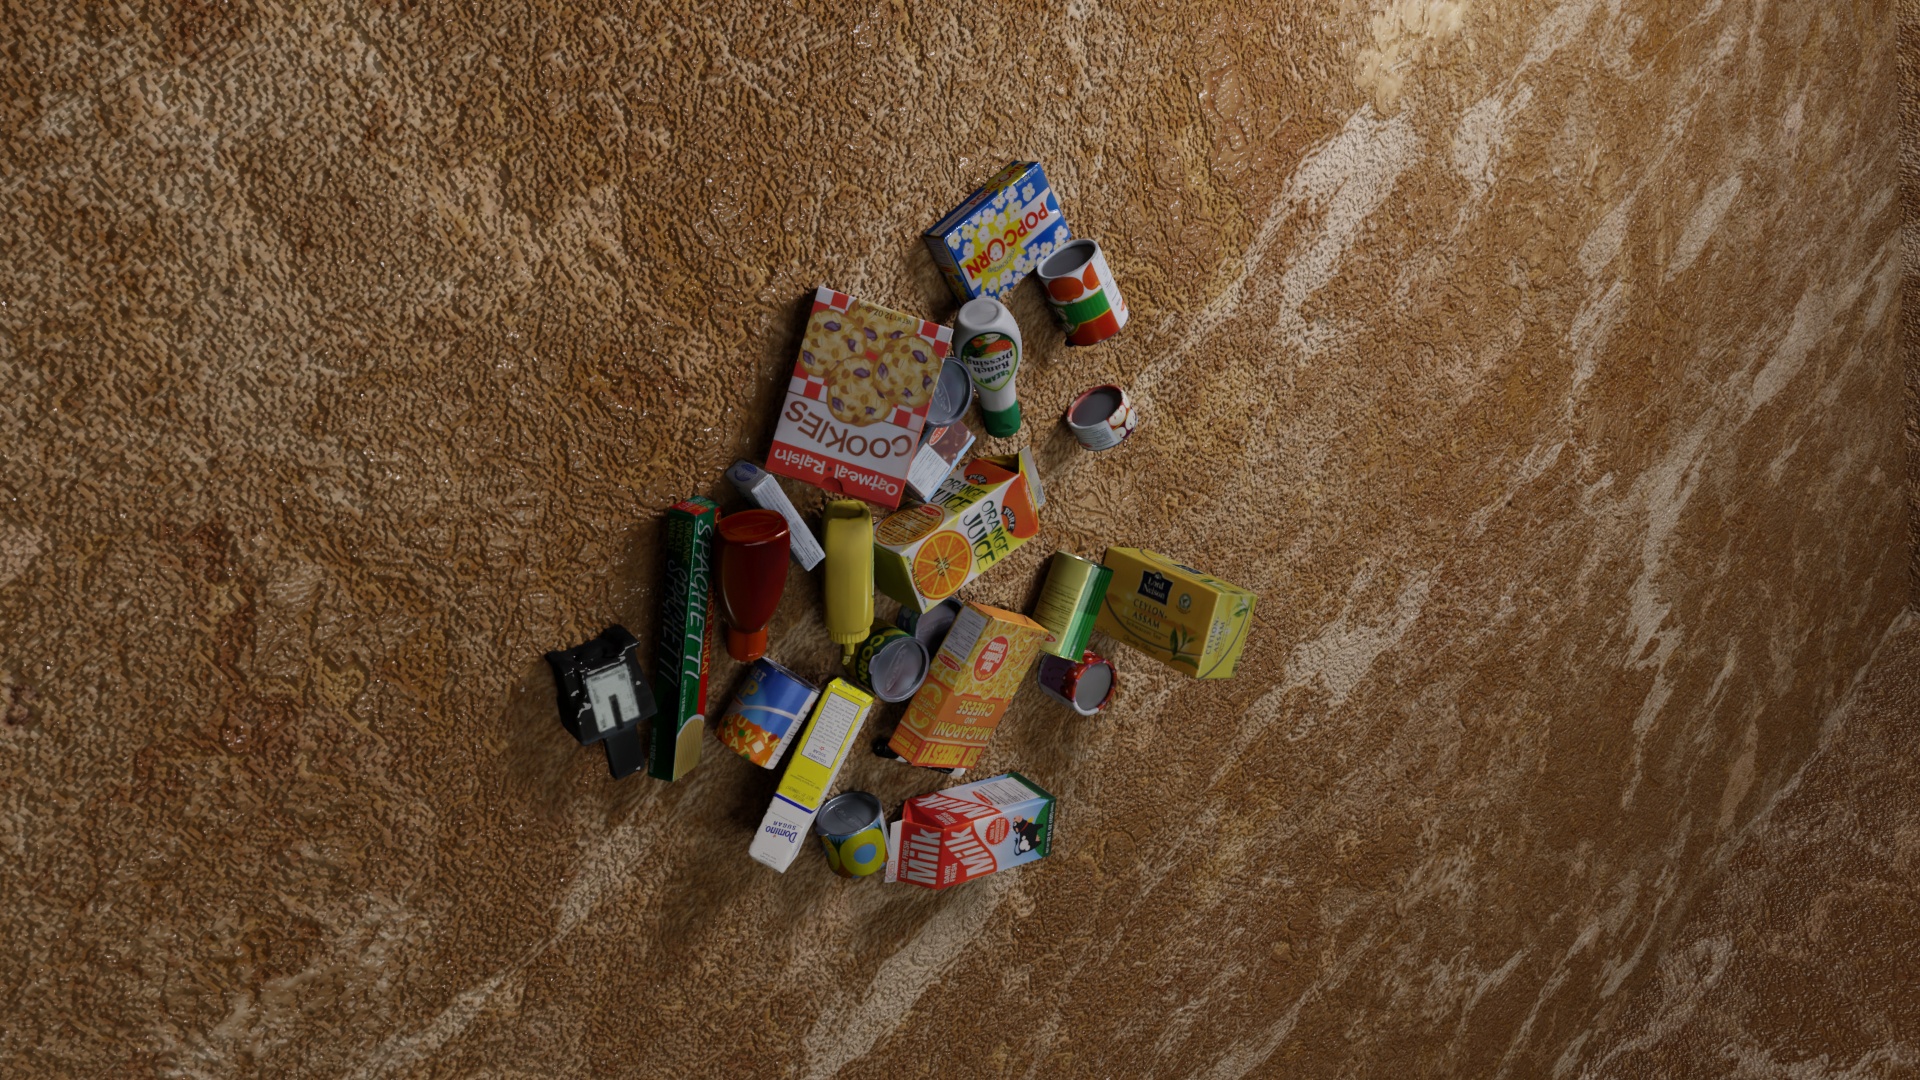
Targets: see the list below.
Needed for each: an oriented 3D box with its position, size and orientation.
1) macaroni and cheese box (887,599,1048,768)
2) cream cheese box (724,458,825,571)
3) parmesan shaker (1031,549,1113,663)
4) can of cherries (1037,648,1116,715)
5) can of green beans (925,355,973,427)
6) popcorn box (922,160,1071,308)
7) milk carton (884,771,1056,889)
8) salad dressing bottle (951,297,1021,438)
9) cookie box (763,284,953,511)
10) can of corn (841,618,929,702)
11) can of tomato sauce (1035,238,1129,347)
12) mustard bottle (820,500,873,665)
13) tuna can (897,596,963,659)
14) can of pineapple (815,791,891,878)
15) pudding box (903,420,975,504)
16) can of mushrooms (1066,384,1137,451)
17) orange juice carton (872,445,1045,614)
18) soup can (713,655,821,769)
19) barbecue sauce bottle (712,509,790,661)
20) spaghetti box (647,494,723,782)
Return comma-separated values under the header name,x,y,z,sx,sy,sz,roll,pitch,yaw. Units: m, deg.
name,x,y,z,sx,sy,sz,roll,pitch,yaw
macaroni and cheese box,0.009,0.148,1.401,0.123,0.040,0.166,20,101,-58
cream cheese box,-0.163,-0.023,1.226,0.024,0.053,0.103,-43,127,-16
parmesan shaker,0.117,0.069,1.465,0.071,0.071,0.103,17,95,-40
can of cherries,0.129,0.147,1.511,0.072,0.058,0.071,-14,115,-33
can of green beans,-0.031,-0.142,1.282,0.071,0.058,0.071,-14,115,-34
popcorn box,0.035,-0.284,1.295,0.127,0.038,0.085,-43,126,-18
milk carton,0.003,0.307,1.462,0.191,0.073,0.072,-7,110,-36
salad dressing bottle,0.030,-0.160,1.311,0.064,0.044,0.147,-13,139,2
cookie box,-0.090,-0.124,1.215,0.123,0.040,0.167,17,96,-7
can of corn,-0.075,0.114,1.340,0.071,0.058,0.071,-14,115,-34
can of tomato sauce,0.117,-0.242,1.358,0.071,0.071,0.082,-43,127,-17
mustard bottle,-0.105,0.044,1.289,0.049,0.065,0.159,-2,115,-6
tuna can,-0.028,0.080,1.381,0.071,0.033,0.070,-14,115,-34
can of pineapple,-0.107,0.292,1.375,0.071,0.071,0.057,-27,121,-28
pudding box,-0.029,-0.083,1.323,0.084,0.030,0.049,-54,129,-9
can of mushrooms,0.145,-0.128,1.421,0.071,0.071,0.033,-47,128,-15
orange juice carton,0.005,-0.017,1.346,0.193,0.073,0.071,-35,124,-24
soup can,-0.179,0.155,1.271,0.071,0.071,0.084,36,84,-40
barbecue sauce bottle,-0.184,0.042,1.210,0.065,0.044,0.147,-12,135,-24
spaghetti box,-0.240,0.087,1.207,0.050,0.029,0.249,-32,131,-68
